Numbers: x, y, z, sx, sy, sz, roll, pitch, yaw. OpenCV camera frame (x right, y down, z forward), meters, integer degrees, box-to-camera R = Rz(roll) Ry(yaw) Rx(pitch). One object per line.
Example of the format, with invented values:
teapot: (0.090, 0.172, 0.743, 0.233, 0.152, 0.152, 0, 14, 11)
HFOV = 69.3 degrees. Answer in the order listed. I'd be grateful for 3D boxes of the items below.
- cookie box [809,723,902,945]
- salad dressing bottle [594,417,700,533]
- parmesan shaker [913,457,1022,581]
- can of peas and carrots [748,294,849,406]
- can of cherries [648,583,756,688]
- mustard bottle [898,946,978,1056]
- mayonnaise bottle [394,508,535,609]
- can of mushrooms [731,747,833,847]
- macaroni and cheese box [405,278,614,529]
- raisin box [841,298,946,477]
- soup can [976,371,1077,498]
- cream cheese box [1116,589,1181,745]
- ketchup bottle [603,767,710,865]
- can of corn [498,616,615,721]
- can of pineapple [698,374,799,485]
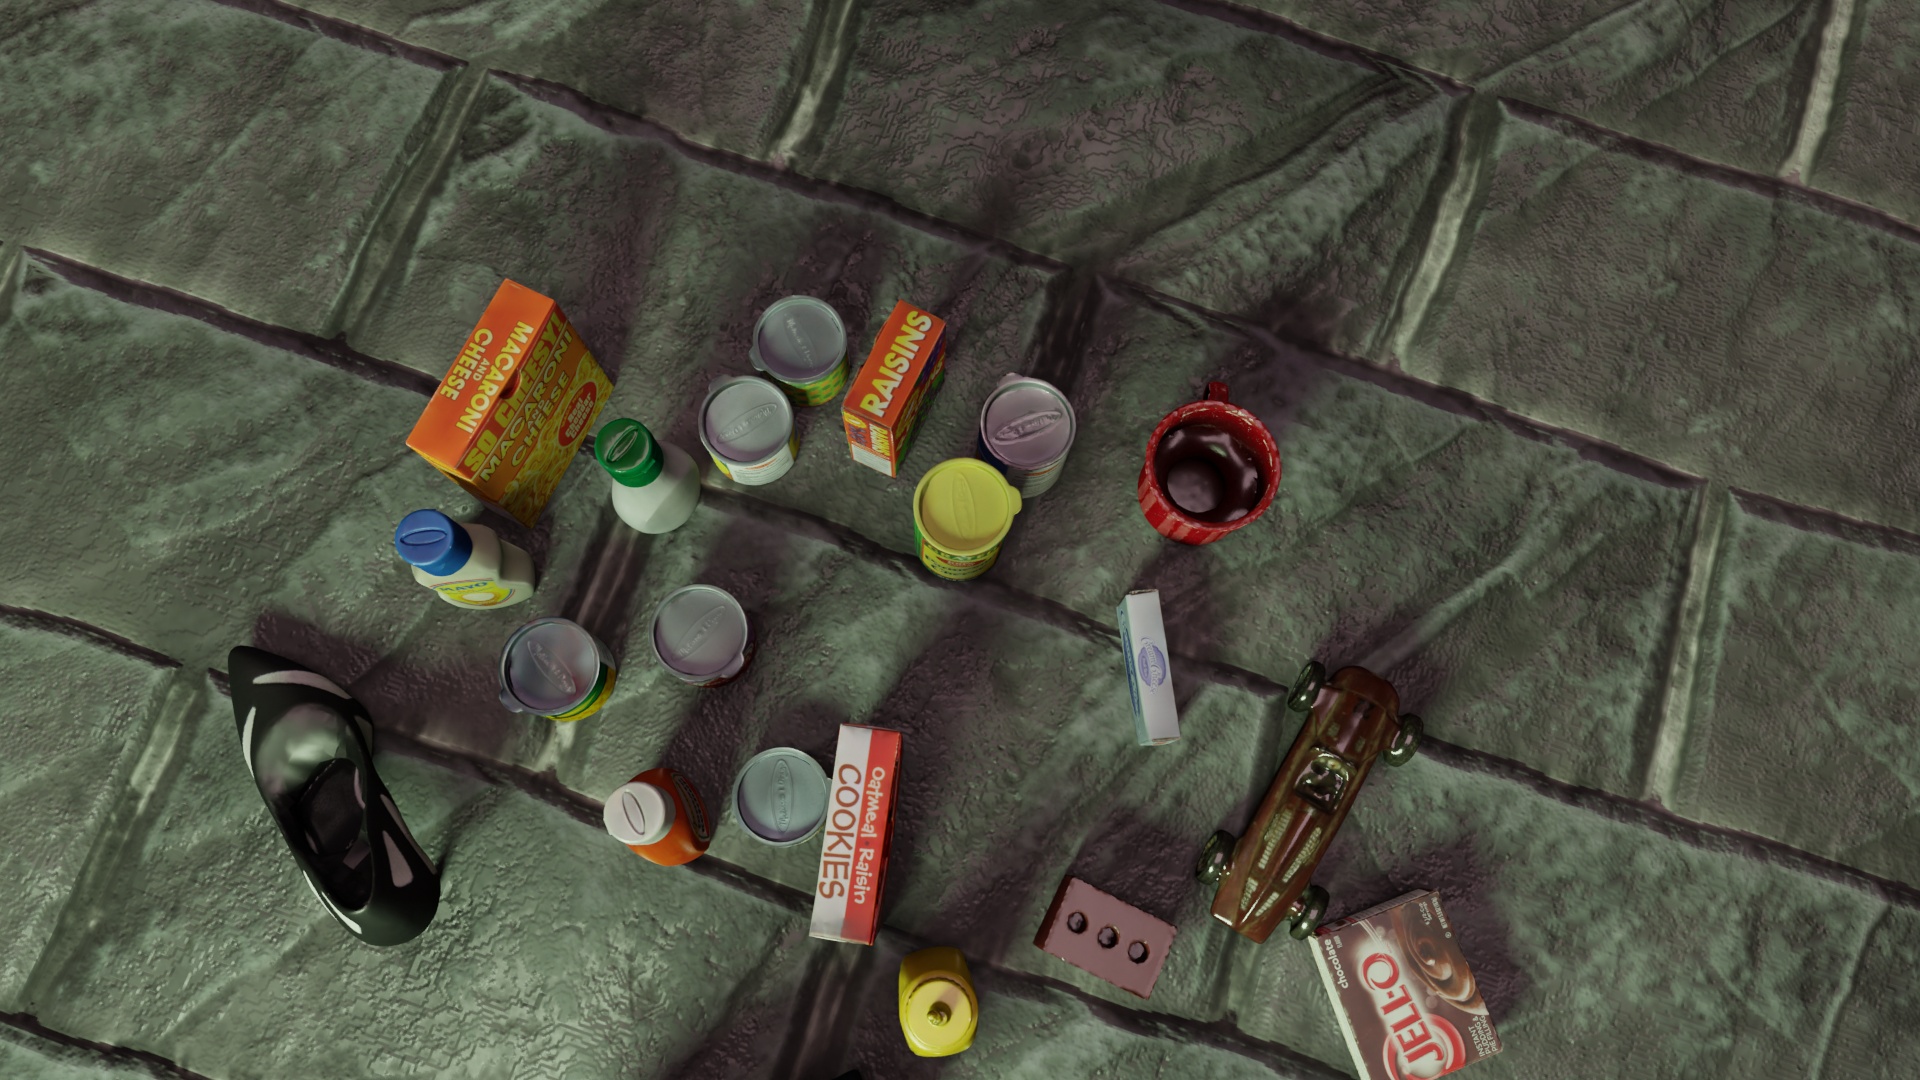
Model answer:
cookie box: (-0.061, 0.184, 0.876, 0.040, 0.167, 0.123, 7, 77, 0)
salad dressing bottle: (-0.211, -0.044, 0.933, 0.044, 0.147, 0.064, 36, 79, 6)
parmesan shaker: (0.003, -0.012, 0.956, 0.071, 0.103, 0.071, 0, 78, -2)
can of peas and carrots: (-0.116, -0.134, 1.002, 0.071, 0.058, 0.071, 0, 77, -2)
can of cherries: (-0.175, 0.069, 0.954, 0.071, 0.058, 0.071, 0, 77, -2)
mustard bottle: (-0.013, 0.288, 0.857, 0.049, 0.160, 0.065, -8, 78, -3)
mayonnaise bottle: (-0.329, 0.014, 0.916, 0.065, 0.147, 0.041, -8, 78, -3)
can of mushrooms: (-0.118, 0.175, 0.945, 0.071, 0.033, 0.071, 0, 77, -2)
macaroni and cheese box: (-0.294, -0.086, 0.930, 0.040, 0.166, 0.124, 26, 78, 4)
raisin box: (-0.045, -0.103, 0.964, 0.040, 0.123, 0.086, 26, 78, 4)
soup can: (0.044, -0.073, 0.981, 0.071, 0.083, 0.071, 0, 78, -2)
cream cheese box: (0.130, 0.089, 0.962, 0.024, 0.053, 0.104, -7, 78, -3)
ketchup bottle: (-0.194, 0.175, 0.883, 0.043, 0.148, 0.065, -24, 80, -7)
can of corn: (-0.275, 0.091, 0.946, 0.071, 0.058, 0.071, 0, 77, -2)
can of pineapple: (-0.150, -0.079, 0.989, 0.071, 0.057, 0.071, 0, 77, -2)
